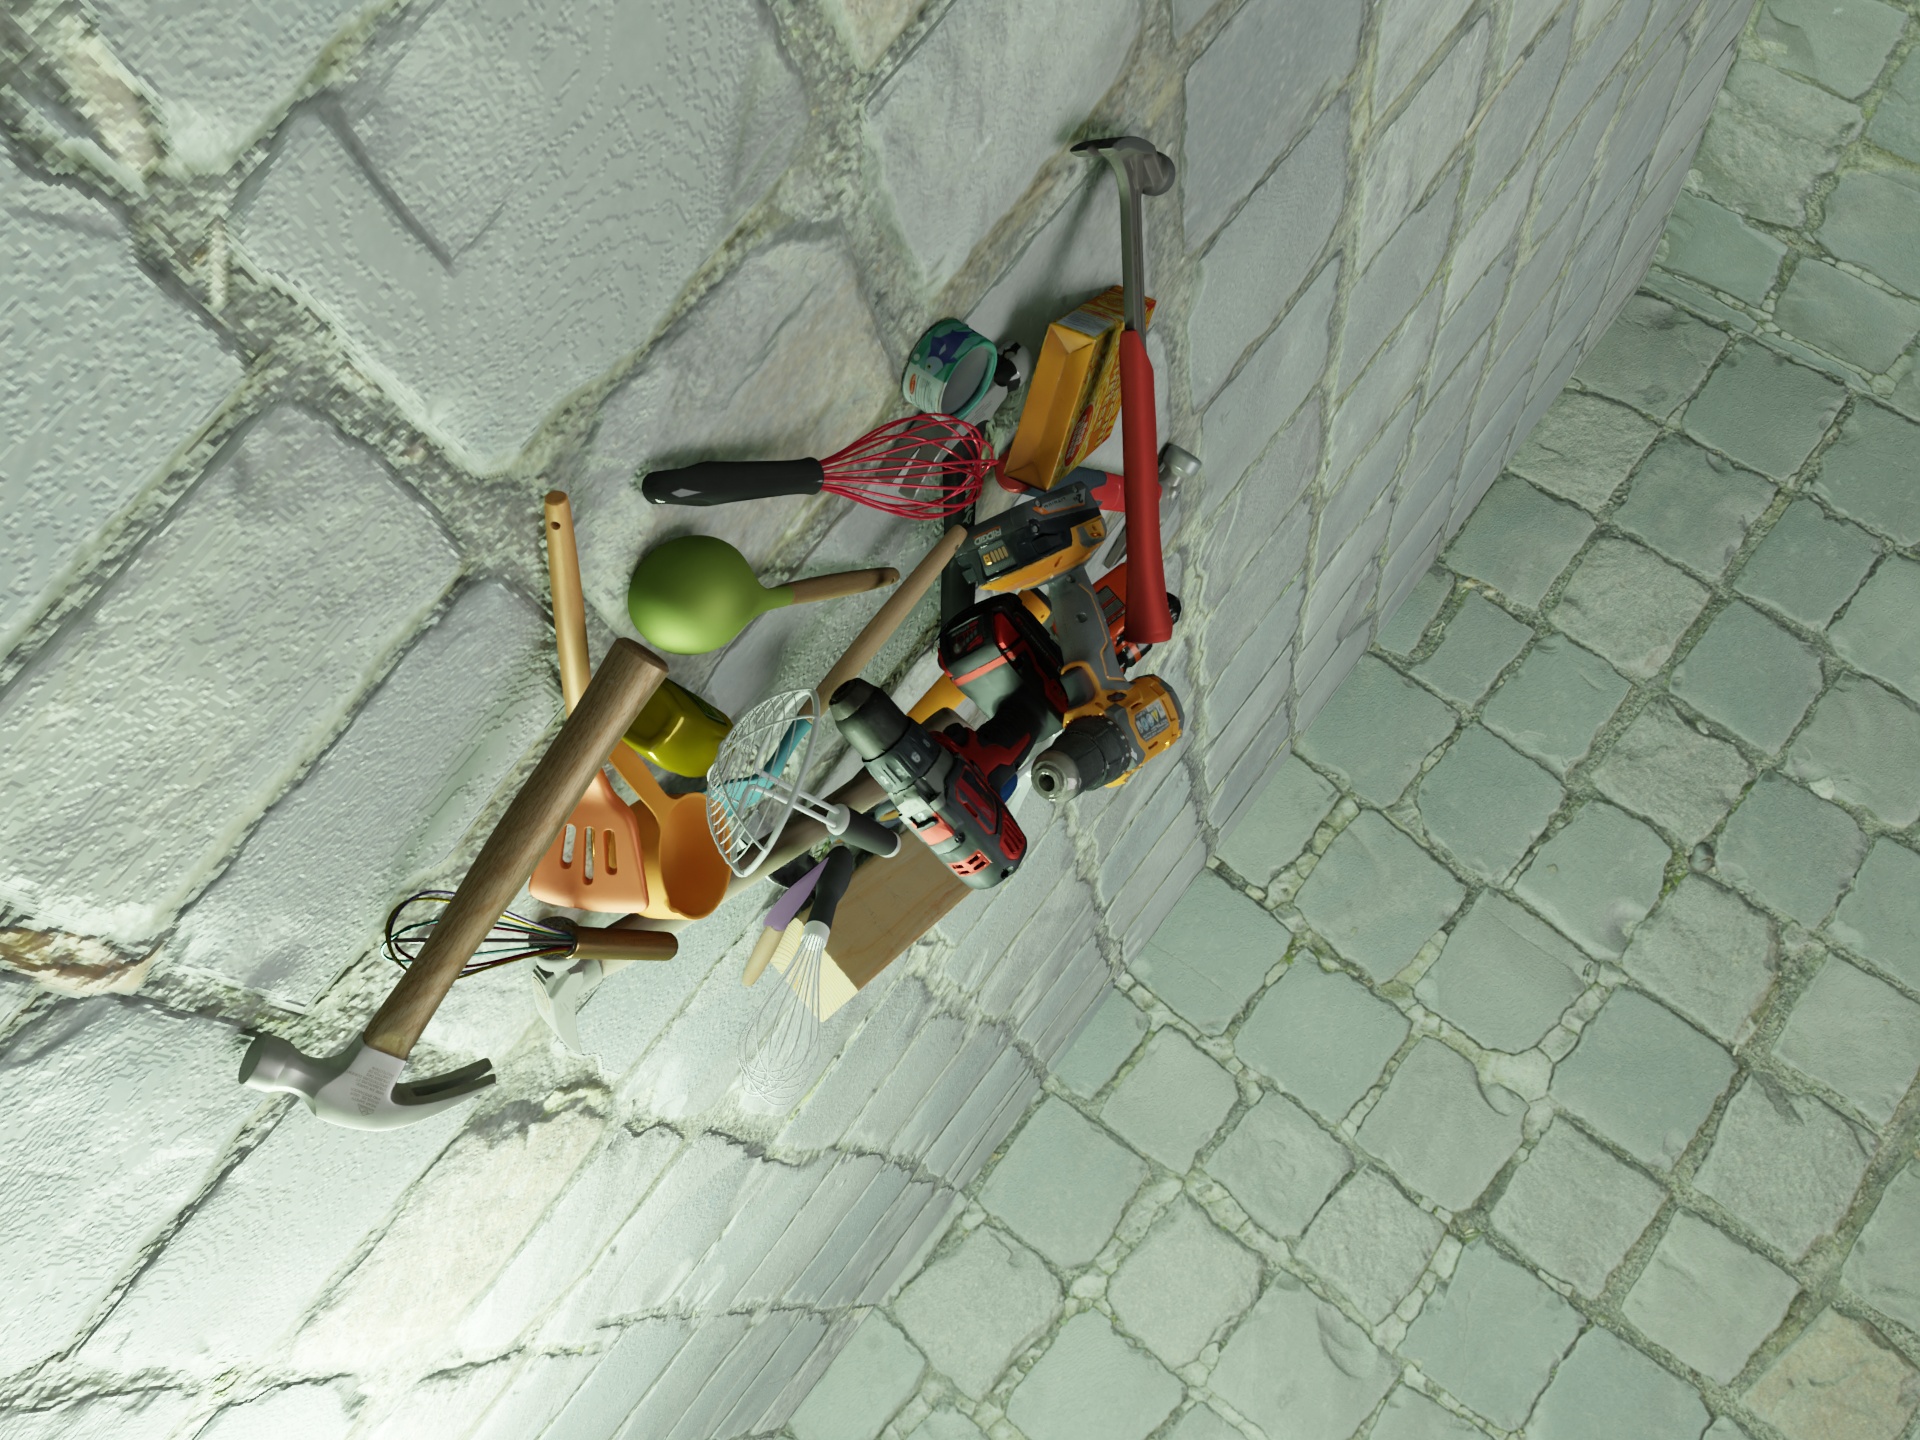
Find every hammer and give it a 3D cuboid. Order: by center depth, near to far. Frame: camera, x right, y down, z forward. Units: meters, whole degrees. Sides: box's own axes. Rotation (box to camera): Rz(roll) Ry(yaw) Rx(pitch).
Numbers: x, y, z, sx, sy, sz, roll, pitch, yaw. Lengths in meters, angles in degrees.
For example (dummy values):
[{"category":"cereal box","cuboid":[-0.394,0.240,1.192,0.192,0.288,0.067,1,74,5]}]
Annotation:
[{"category":"hammer","cuboid":[-0.270,0.097,0.920,0.130,0.031,0.331,32,96,-32]},{"category":"hammer","cuboid":[0.126,-0.232,1.153,0.149,0.037,0.359,-30,119,-62]},{"category":"hammer","cuboid":[-0.149,0.108,1.240,0.410,0.038,0.146,-32,151,-30]},{"category":"hammer","cuboid":[-0.004,-0.140,1.266,0.146,0.035,0.334,-46,159,-25]},{"category":"hammer","cuboid":[-0.048,0.010,1.349,0.337,0.034,0.127,-46,161,-1]},{"category":"hammer","cuboid":[0.116,-0.197,1.449,0.143,0.038,0.386,-59,160,17]},{"category":"hammer","cuboid":[0.048,0.068,1.604,0.144,0.035,0.405,-57,174,11]}]

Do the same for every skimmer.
[{"category":"skimmer","cuboid":[-0.084,0.068,1.128,0.363,0.090,0.127,40,68,-68]}]

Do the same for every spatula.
[{"category":"spatula","cuboid":[-0.229,0.000,0.950,0.322,0.081,0.041,98,0,-46]},{"category":"spatula","cuboid":[-0.106,-0.028,1.175,0.317,0.044,0.082,-50,159,-5]},{"category":"spatula","cuboid":[-0.158,0.179,1.338,0.060,0.018,0.315,-39,171,-27]}]

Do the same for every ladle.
[{"category":"ladle","cuboid":[-0.118,-0.094,1.085,0.078,0.062,0.320,-63,166,18]}]

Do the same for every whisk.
[{"category":"whisk","cuboid":[-0.080,-0.156,1.002,0.295,0.073,0.073,-14,137,-47]},{"category":"whisk","cuboid":[-0.273,0.147,1.035,0.051,0.047,0.244,-51,149,15]},{"category":"whisk","cuboid":[-0.131,0.208,1.353,0.285,0.070,0.070,-75,-178,-50]}]

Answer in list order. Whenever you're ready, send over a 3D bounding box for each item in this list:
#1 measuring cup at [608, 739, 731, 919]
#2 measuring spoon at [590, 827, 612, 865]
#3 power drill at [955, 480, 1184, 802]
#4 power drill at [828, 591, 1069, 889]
[{"category":"measuring cup","cuboid":[-0.218,0.065,1.073,0.173,0.052,0.095,62,35,-38]},{"category":"measuring spoon","cuboid":[-0.247,0.092,1.113,0.021,0.011,0.116,-43,157,-30]},{"category":"power drill","cuboid":[0.078,-0.055,1.212,0.084,0.226,0.185,-20,-174,37]},{"category":"power drill","cuboid":[-0.002,-0.004,1.215,0.080,0.187,0.227,-27,-156,36]}]
